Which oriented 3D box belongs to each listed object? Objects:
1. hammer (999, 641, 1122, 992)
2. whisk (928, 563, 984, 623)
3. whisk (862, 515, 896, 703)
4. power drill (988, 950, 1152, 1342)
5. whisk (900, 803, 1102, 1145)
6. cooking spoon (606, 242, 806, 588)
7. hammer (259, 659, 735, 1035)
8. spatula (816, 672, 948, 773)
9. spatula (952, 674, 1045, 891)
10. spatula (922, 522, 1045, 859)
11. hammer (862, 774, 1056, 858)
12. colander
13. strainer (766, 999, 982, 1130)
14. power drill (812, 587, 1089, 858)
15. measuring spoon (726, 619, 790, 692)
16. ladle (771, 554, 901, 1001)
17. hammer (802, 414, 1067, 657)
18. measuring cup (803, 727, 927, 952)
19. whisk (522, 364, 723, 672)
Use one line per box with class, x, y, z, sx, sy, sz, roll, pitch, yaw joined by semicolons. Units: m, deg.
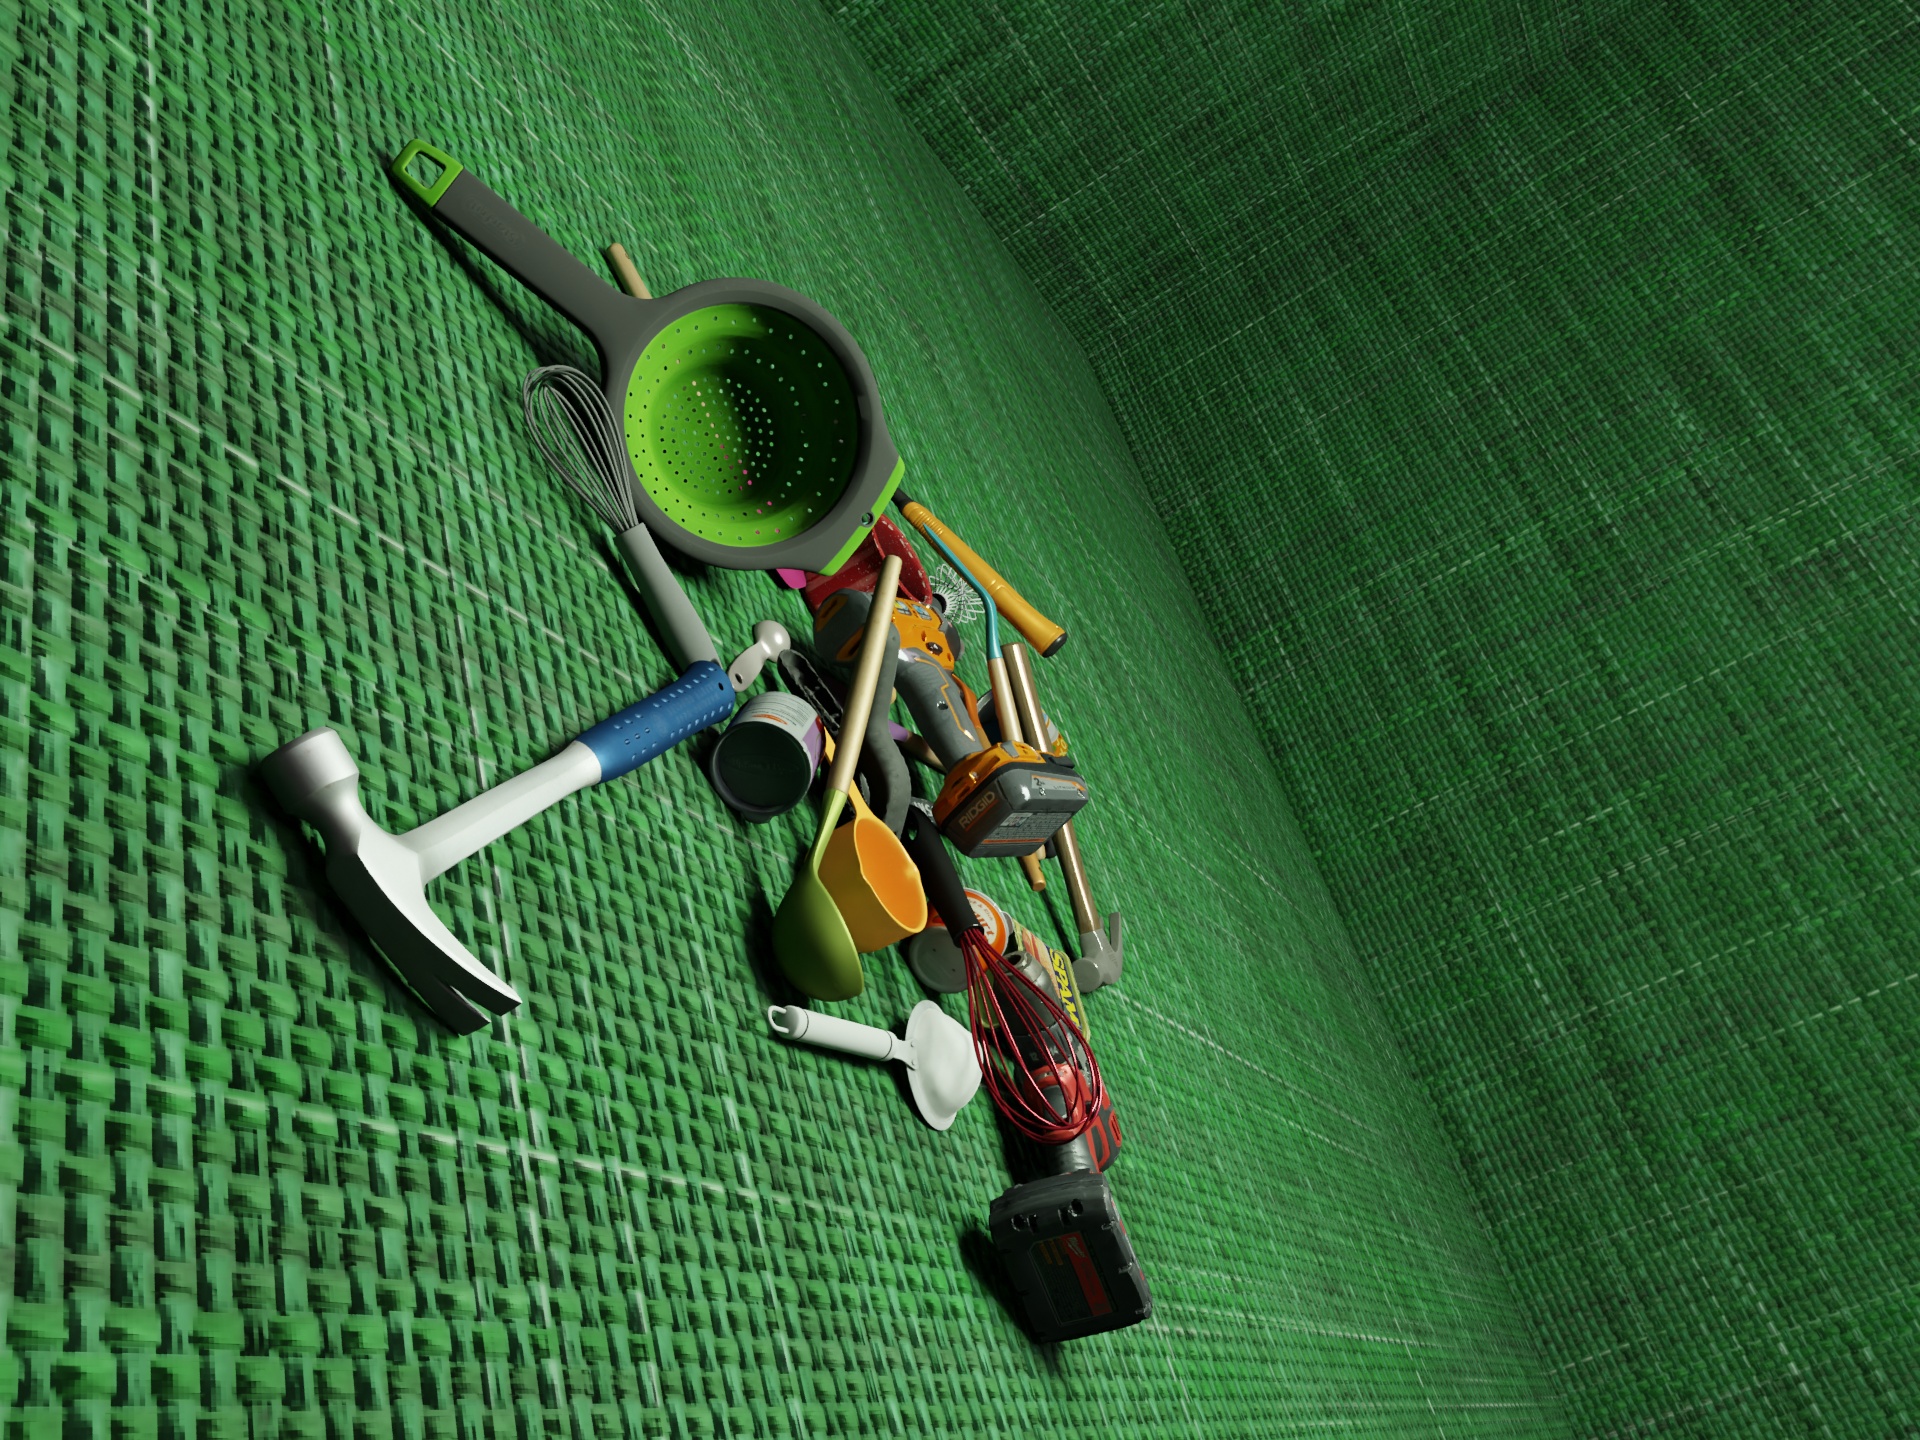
hammer;0.091;0.087;1.493;0.130;0.031;0.331;7;67;-71
whisk;-0.019;-0.115;1.528;0.070;0.070;0.284;60;12;-4
whisk;-0.074;-0.101;1.422;0.051;0.047;0.245;35;32;-35
power drill;0.066;0.285;1.096;0.227;0.080;0.187;-87;158;-65
whisk;0.013;0.161;1.074;0.073;0.073;0.296;42;13;-48
cooking spoon;-0.208;-0.247;1.299;0.319;0.017;0.069;62;18;0
hammer;-0.202;0.031;0.841;0.144;0.035;0.405;59;17;-5
spatula;-0.040;0.018;1.362;0.060;0.018;0.315;56;12;30
spatula;0.013;0.033;1.381;0.080;0.041;0.323;43;17;-42
spatula;0.026;-0.027;1.435;0.082;0.044;0.317;15;62;-81
hammer;0.007;0.090;1.358;0.408;0.036;0.149;21;44;-66
colander;-0.227;-0.257;1.127;0.396;0.204;0.094;37;-10;-21
strainer;-0.044;0.210;1.014;0.258;0.050;0.087;30;49;-54
power drill;-0.002;-0.004;1.229;0.227;0.084;0.164;54;23;22
measuring spoon;-0.146;-0.047;1.158;0.034;0.018;0.124;57;18;-13
ladle;-0.063;0.027;1.027;0.078;0.062;0.320;108;-6;-60
hammer;-0.028;-0.183;1.527;0.337;0.034;0.127;44;16;6
measuring cup;-0.086;0.076;1.082;0.174;0.052;0.095;63;17;12
whisk;-0.215;-0.123;1.038;0.239;0.055;0.055;63;16;-10
